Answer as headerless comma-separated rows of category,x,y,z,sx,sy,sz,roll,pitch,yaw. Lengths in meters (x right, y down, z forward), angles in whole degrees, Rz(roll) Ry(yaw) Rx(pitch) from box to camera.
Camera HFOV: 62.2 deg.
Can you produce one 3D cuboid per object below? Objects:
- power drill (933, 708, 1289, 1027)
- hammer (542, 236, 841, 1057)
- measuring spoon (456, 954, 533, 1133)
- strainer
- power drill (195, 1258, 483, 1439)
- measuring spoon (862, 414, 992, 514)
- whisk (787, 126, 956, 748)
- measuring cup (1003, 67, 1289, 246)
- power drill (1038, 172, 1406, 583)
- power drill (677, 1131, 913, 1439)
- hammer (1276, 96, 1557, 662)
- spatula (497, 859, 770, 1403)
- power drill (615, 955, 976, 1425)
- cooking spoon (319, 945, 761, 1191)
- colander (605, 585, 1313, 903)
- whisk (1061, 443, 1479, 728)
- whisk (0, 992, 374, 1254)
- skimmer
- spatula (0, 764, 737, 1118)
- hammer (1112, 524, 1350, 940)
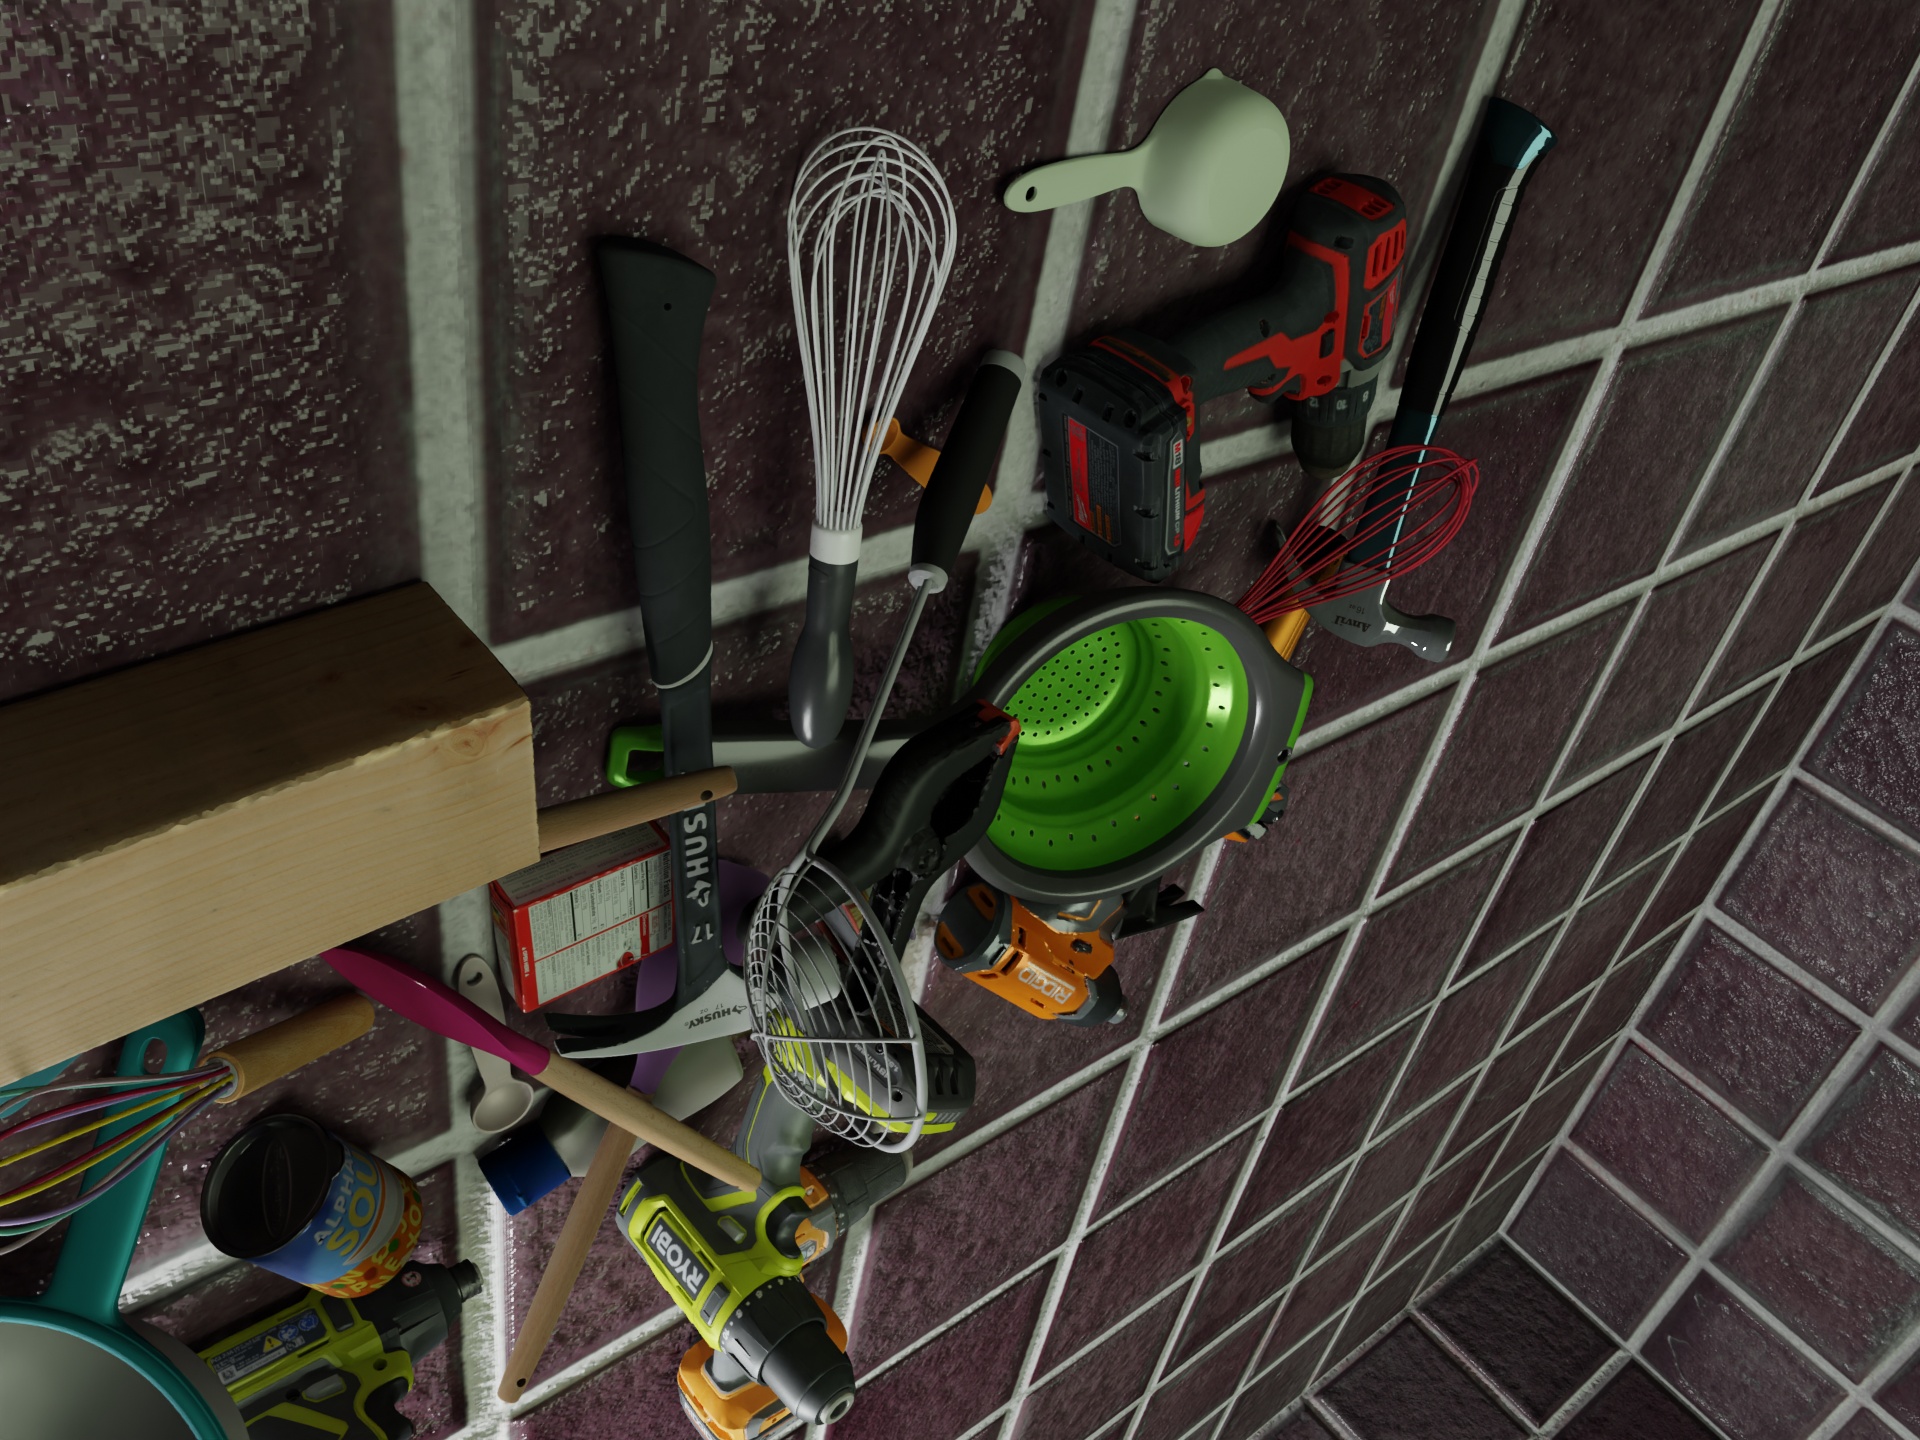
power drill,0.108,0.102,1.050,0.164,0.084,0.226,35,97,-36
hammer,-0.127,-0.008,0.701,0.149,0.036,0.408,-16,128,-25
measuring spoon,-0.242,0.162,0.810,0.034,0.018,0.124,-24,133,-32
strainer,-0.375,0.280,0.692,0.095,0.211,0.340,75,32,-89
power drill,-0.280,0.369,0.781,0.171,0.223,0.080,-21,131,-35
measuring spoon,-0.015,-0.124,0.779,0.021,0.011,0.116,-53,150,9
whisk,-0.051,-0.108,0.685,0.070,0.070,0.284,-18,131,-37
measuring cup,0.092,-0.251,0.741,0.167,0.038,0.083,-25,140,-35
power drill,0.152,-0.169,0.866,0.227,0.080,0.187,-37,146,-22
power drill,-0.118,0.401,1.135,0.185,0.084,0.226,-23,135,-35
hammer,0.286,-0.202,0.968,0.033,0.128,0.331,-64,169,-67
spatula,-0.184,0.222,0.858,0.059,0.018,0.316,22,91,-38
power drill,-0.090,0.272,0.936,0.080,0.191,0.228,18,105,-54
cooking spoon,-0.194,0.179,0.794,0.318,0.069,0.017,48,53,-45
colander,-0.001,-0.003,0.862,0.397,0.095,0.204,0,123,-27
whisk,0.183,-0.072,0.963,0.296,0.073,0.073,-35,149,14
whisk,-0.304,0.144,0.616,0.047,0.051,0.245,-39,177,11
skimmer,-0.010,0.002,0.710,0.090,0.127,0.363,26,69,-18
spatula,-0.242,0.074,0.648,0.317,0.044,0.082,-16,135,-15
hammer,0.190,0.014,1.128,0.127,0.034,0.336,-5,128,-45
